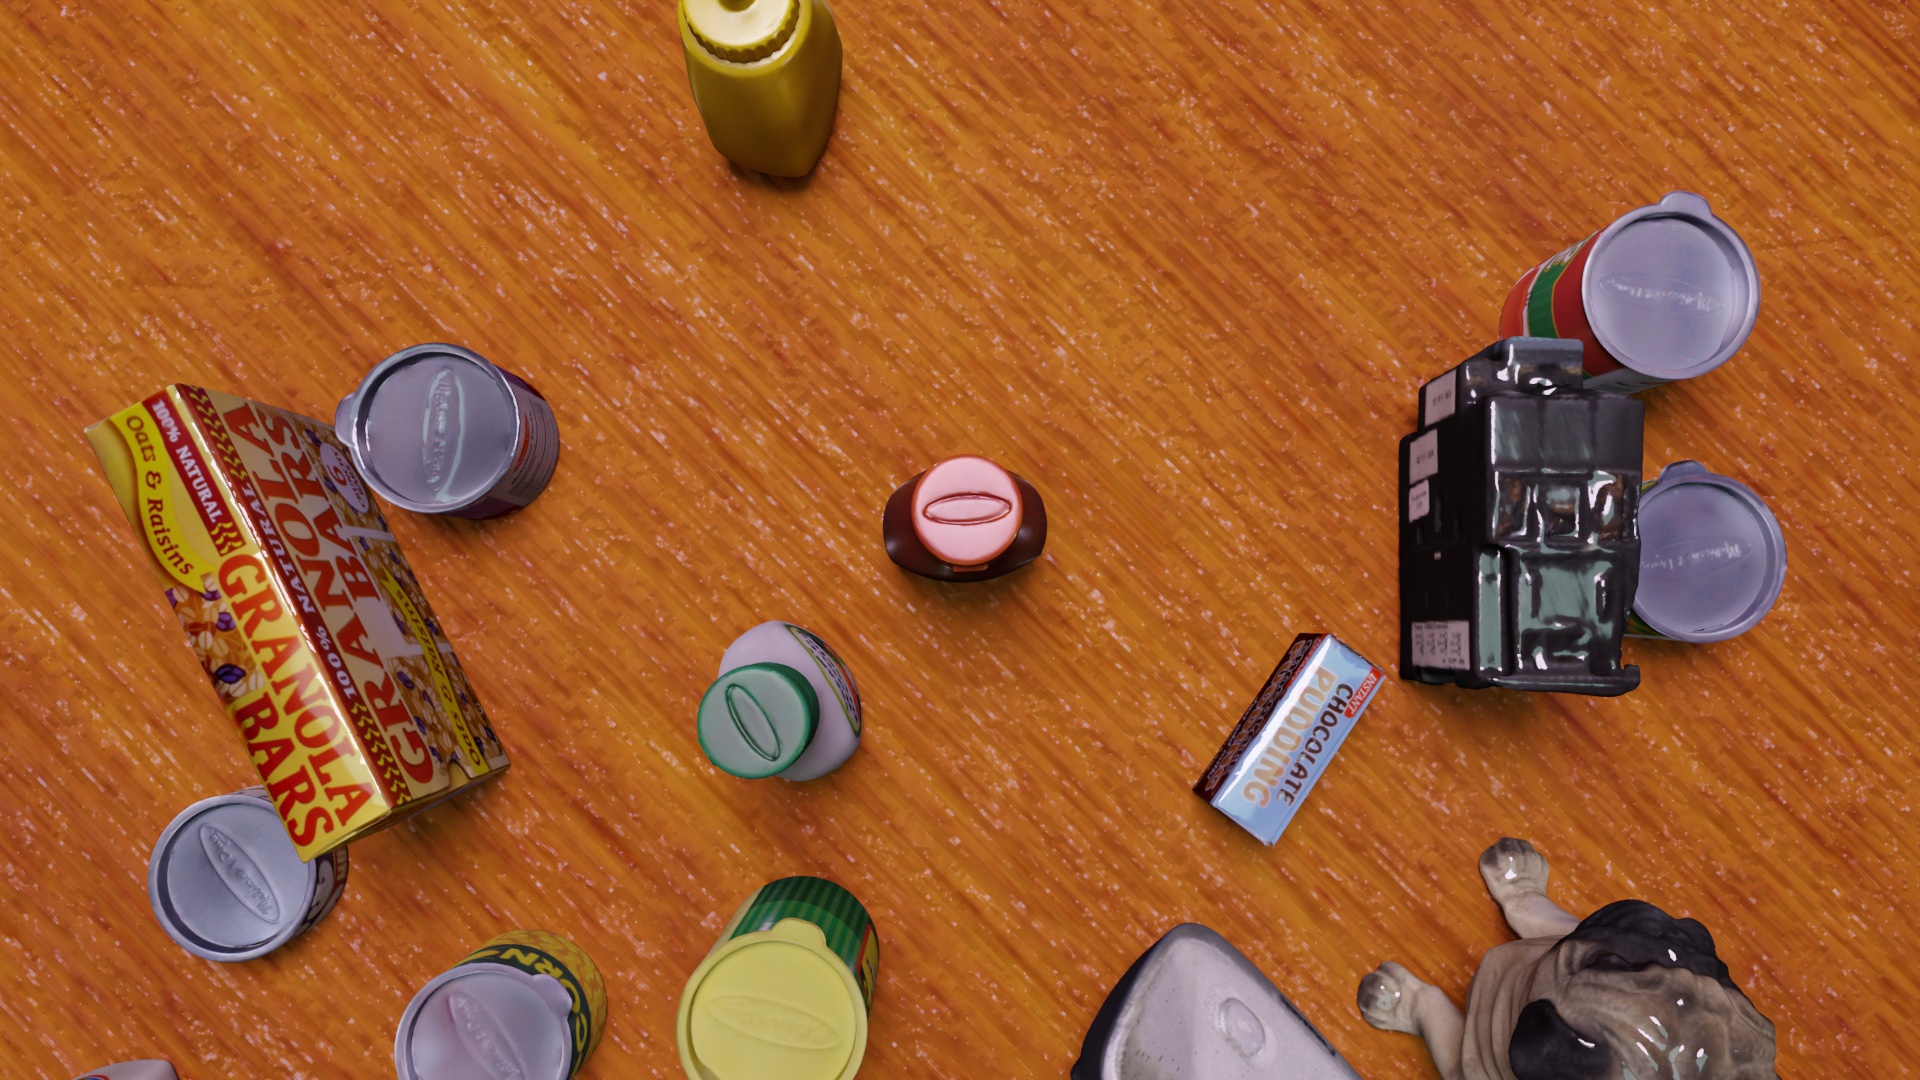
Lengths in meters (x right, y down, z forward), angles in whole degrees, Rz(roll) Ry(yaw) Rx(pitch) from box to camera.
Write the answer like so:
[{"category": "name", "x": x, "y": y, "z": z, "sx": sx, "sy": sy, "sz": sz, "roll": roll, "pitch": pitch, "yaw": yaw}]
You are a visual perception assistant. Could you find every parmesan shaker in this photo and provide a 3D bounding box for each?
[{"category": "parmesan shaker", "x": -0.064, "y": 0.167, "z": 0.529, "sx": 0.071, "sy": 0.103, "sz": 0.071, "roll": 0, "pitch": 88, "yaw": 0}]

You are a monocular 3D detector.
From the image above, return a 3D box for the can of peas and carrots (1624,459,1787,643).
[{"category": "can of peas and carrots", "x": 0.284, "y": 0.005, "z": 0.562, "sx": 0.071, "sy": 0.058, "sz": 0.071, "roll": 0, "pitch": 87, "yaw": 0}]

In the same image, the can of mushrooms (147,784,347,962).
[{"category": "can of mushrooms", "x": -0.286, "y": 0.132, "z": 0.564, "sx": 0.071, "sy": 0.033, "sz": 0.071, "roll": 0, "pitch": 87, "yaw": 0}]

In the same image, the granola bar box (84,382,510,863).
[{"category": "granola bar box", "x": -0.241, "y": 0.028, "z": 0.524, "sx": 0.039, "sy": 0.124, "sz": 0.165, "roll": -28, "pitch": 88, "yaw": -1}]

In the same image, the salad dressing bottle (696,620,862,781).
[{"category": "salad dressing bottle", "x": -0.066, "y": 0.061, "z": 0.512, "sx": 0.044, "sy": 0.147, "sz": 0.064, "roll": -32, "pitch": 88, "yaw": -1}]

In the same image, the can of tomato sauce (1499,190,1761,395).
[{"category": "can of tomato sauce", "x": 0.263, "y": -0.093, "z": 0.554, "sx": 0.071, "sy": 0.083, "sz": 0.071, "roll": 0, "pitch": 88, "yaw": 0}]

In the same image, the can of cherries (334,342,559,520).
[{"category": "can of cherries", "x": -0.205, "y": -0.043, "z": 0.560, "sx": 0.071, "sy": 0.058, "sz": 0.071, "roll": 0, "pitch": 87, "yaw": 0}]

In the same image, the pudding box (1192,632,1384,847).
[{"category": "pudding box", "x": 0.132, "y": 0.079, "z": 0.561, "sx": 0.030, "sy": 0.049, "sz": 0.084, "roll": 35, "pitch": 88, "yaw": 1}]

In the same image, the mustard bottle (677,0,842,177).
[{"category": "mustard bottle", "x": -0.075, "y": -0.185, "z": 0.518, "sx": 0.049, "sy": 0.160, "sz": 0.065, "roll": 15, "pitch": 88, "yaw": 0}]

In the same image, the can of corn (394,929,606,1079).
[{"category": "can of corn", "x": -0.177, "y": 0.191, "z": 0.549, "sx": 0.071, "sy": 0.058, "sz": 0.071, "roll": 0, "pitch": 87, "yaw": 0}]

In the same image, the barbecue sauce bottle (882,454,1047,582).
[{"category": "barbecue sauce bottle", "x": 0.002, "y": -0.006, "z": 0.515, "sx": 0.065, "sy": 0.148, "sz": 0.043, "roll": -2, "pitch": 88, "yaw": 0}]

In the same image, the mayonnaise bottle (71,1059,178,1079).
[{"category": "mayonnaise bottle", "x": -0.347, "y": 0.234, "z": 0.501, "sx": 0.065, "sy": 0.148, "sz": 0.041, "roll": -18, "pitch": 88, "yaw": -1}]
